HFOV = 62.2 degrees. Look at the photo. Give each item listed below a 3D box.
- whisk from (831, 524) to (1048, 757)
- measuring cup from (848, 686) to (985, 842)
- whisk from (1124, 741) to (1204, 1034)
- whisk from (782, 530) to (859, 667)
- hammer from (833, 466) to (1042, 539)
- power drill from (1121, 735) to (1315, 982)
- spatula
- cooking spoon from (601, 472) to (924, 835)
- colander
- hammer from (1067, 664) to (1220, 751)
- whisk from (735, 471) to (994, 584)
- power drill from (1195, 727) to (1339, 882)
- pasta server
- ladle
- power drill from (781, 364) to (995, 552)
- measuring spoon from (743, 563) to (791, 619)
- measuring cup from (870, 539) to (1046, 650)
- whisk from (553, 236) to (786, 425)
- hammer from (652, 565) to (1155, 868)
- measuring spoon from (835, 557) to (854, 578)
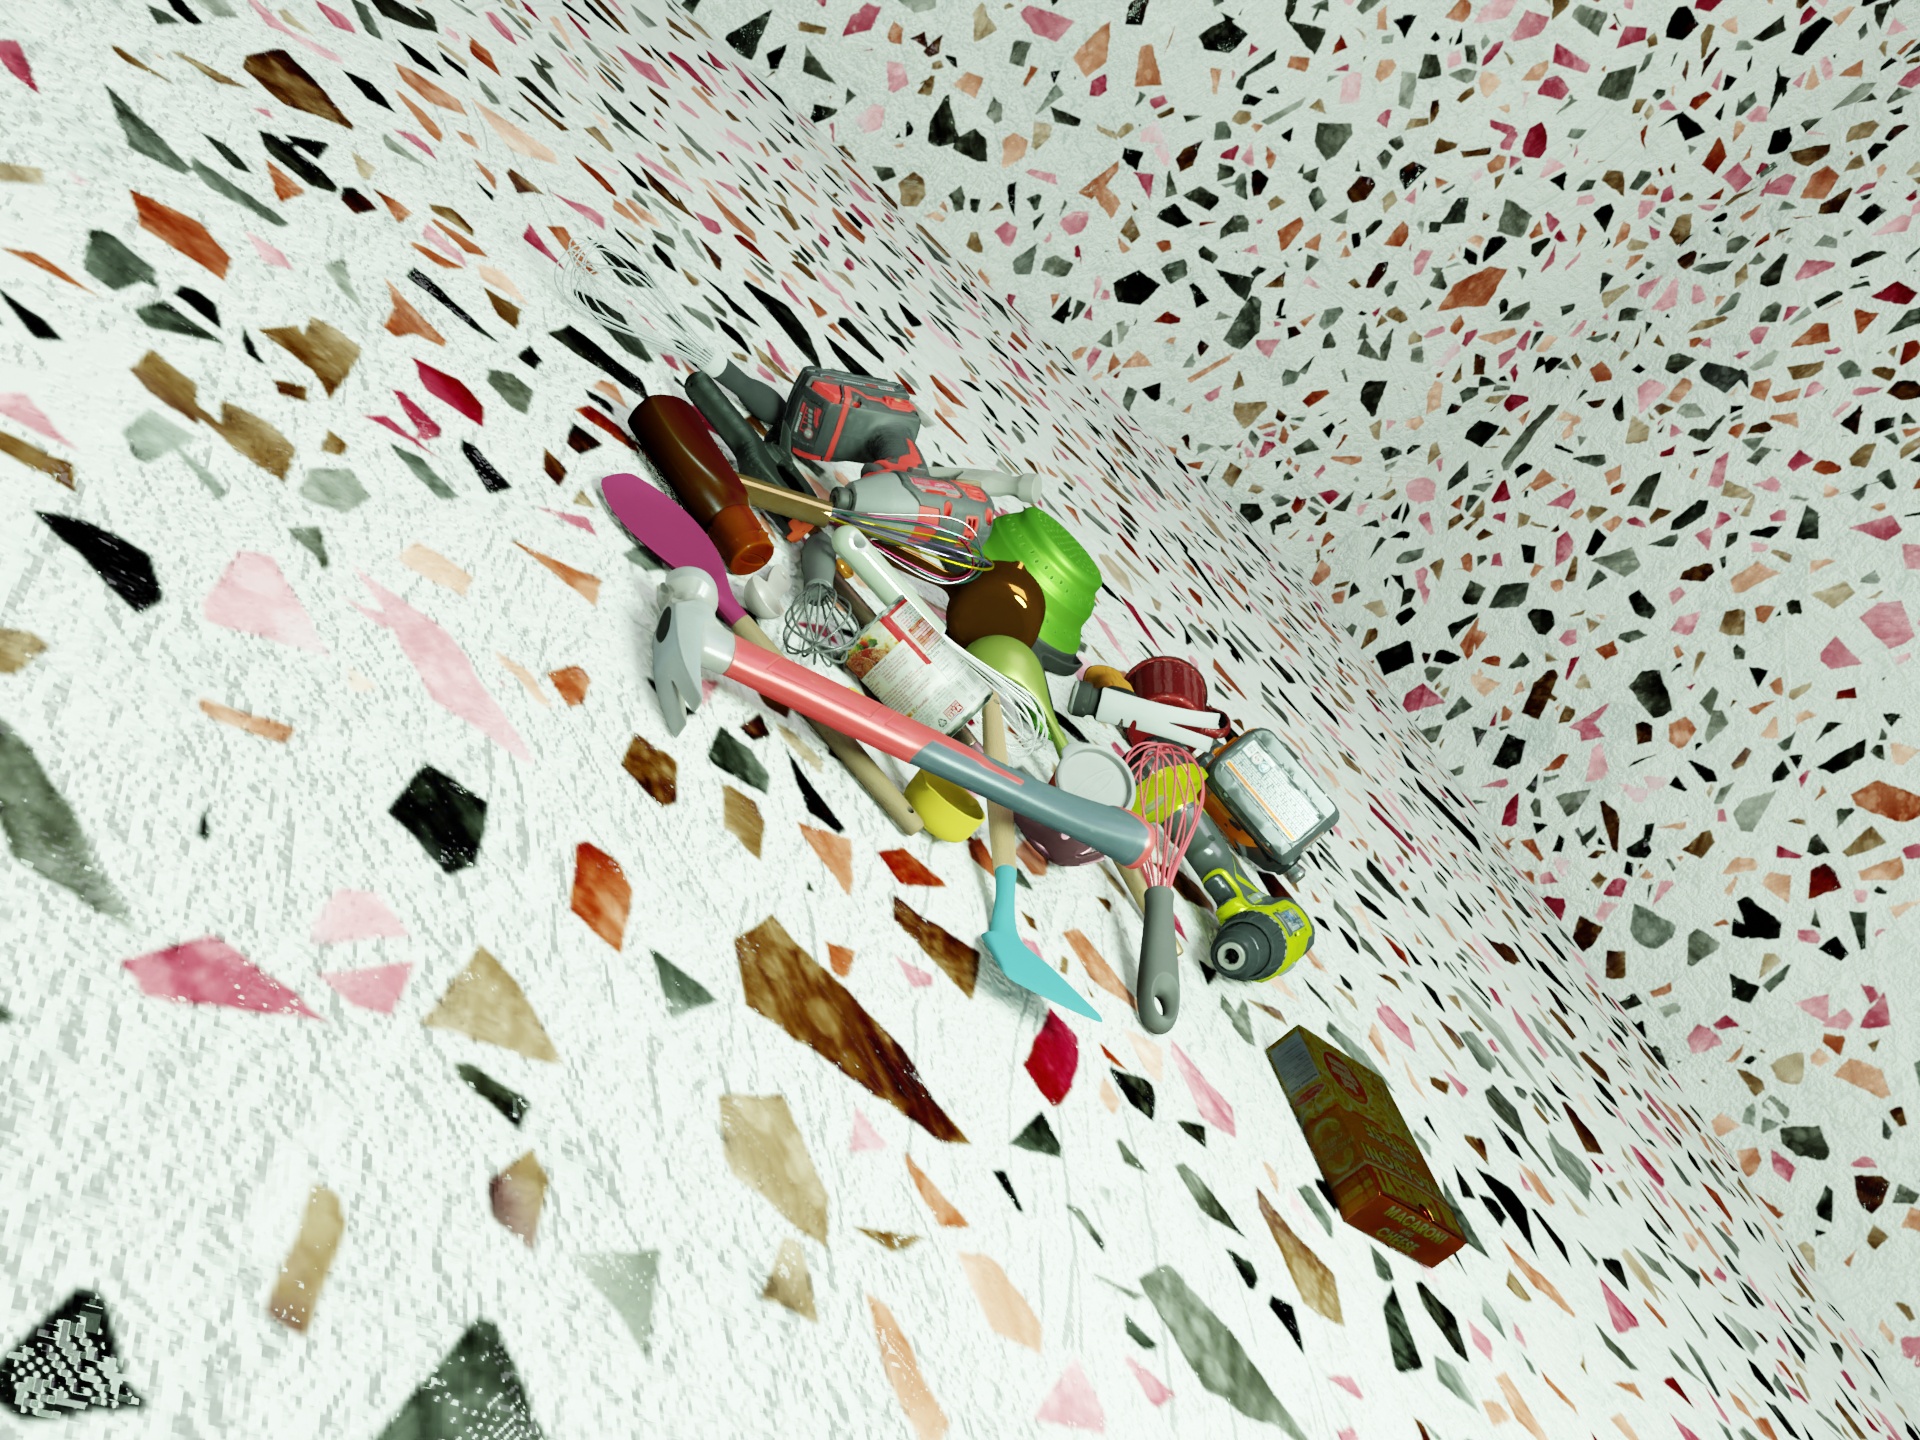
[{"bbox_3d":[-0.016,-0.061,1.263,0.246,0.059,0.058,47,49,-18],"label":"whisk"},{"bbox_3d":[-0.041,0.030,1.115,0.157,0.029,0.062,45,14,35],"label":"measuring cup"},{"bbox_3d":[0.153,0.121,1.233,0.073,0.073,0.296,38,36,-25],"label":"whisk"},{"bbox_3d":[-0.105,-0.099,1.193,0.055,0.055,0.239,40,16,-21],"label":"whisk"},{"bbox_3d":[-0.036,-0.208,1.520,0.130,0.031,0.331,9,18,20],"label":"hammer"},{"bbox_3d":[0.211,0.127,1.385,0.229,0.080,0.190,55,19,15],"label":"power drill"},{"bbox_3d":[0.038,0.080,1.101,0.082,0.044,0.318,29,34,-27],"label":"spatula"},{"bbox_3d":[-0.132,-0.046,1.065,0.319,0.017,0.069,49,29,6],"label":"cooking spoon"},{"bbox_3d":[0.083,-0.109,1.553,0.204,0.094,0.397,39,20,-23],"label":"colander"},{"bbox_3d":[0.157,-0.022,1.497,0.127,0.034,0.337,15,6,-1],"label":"hammer"},{"bbox_3d":[-0.085,-0.156,1.260,0.244,0.051,0.047,15,53,-20],"label":"whisk"},{"bbox_3d":[0.297,0.091,1.561,0.164,0.084,0.226,50,-4,6],"label":"power drill"},{"bbox_3d":[-0.002,-0.004,1.238,0.316,0.040,0.060,51,-8,15],"label":"pasta server"},{"bbox_3d":[0.092,0.061,1.325,0.320,0.062,0.078,62,9,20],"label":"ladle"},{"bbox_3d":[-0.074,-0.222,1.381,0.143,0.078,0.220,3,34,-31],"label":"power drill"},{"bbox_3d":[-0.141,-0.095,1.162,0.034,0.018,0.124,56,10,-11],"label":"measuring spoon"},{"bbox_3d":[-0.007,-0.111,1.407,0.173,0.095,0.052,25,27,-7],"label":"measuring cup"},{"bbox_3d":[-0.232,-0.323,1.355,0.284,0.070,0.070,31,24,-52],"label":"whisk"},{"bbox_3d":[-0.022,0.026,1.034,0.386,0.038,0.143,26,28,-27],"label":"hammer"},{"bbox_3d":[-0.090,-0.133,1.357,0.021,0.011,0.117,48,15,-2],"label":"measuring spoon"}]
